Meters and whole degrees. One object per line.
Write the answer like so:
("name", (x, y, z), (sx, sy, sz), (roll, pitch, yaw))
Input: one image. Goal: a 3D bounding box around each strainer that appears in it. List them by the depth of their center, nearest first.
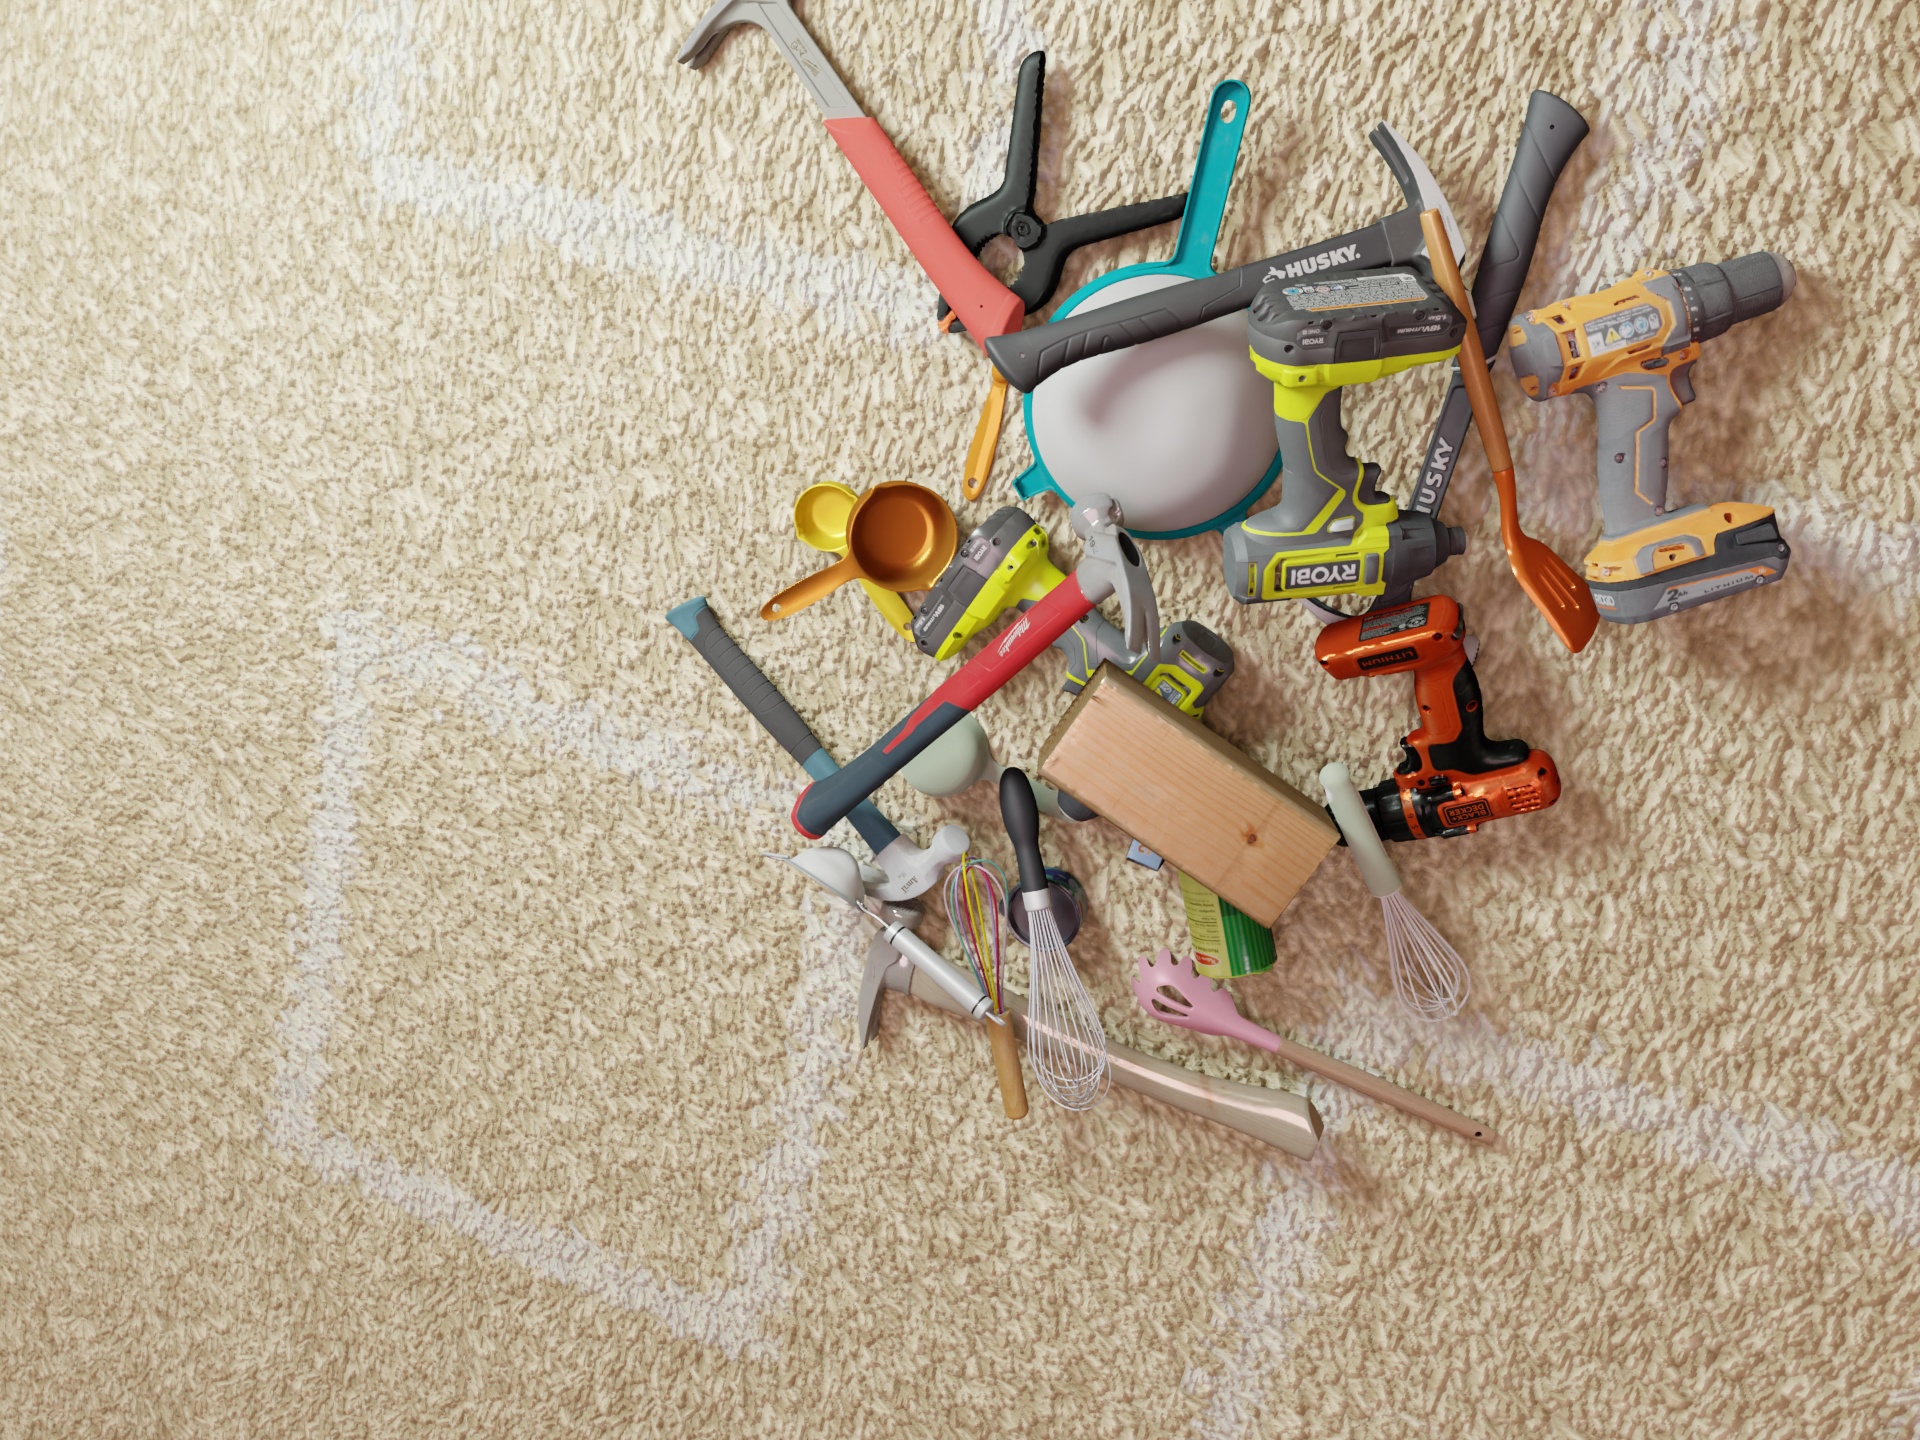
("strainer", (0.154, -0.285, 1.153), (0.211, 0.095, 0.340), (15, 114, 8))
("strainer", (-0.059, 0.170, 1.321), (0.259, 0.086, 0.050), (38, 86, 19))

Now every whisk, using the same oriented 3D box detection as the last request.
("whisk", (0.331, 0.134, 1.221), (0.059, 0.058, 0.246), (-28, 110, 2))
("whisk", (0.068, 0.177, 1.294), (0.070, 0.070, 0.284), (-13, 88, 21))
("whisk", (0.028, 0.222, 1.325), (0.051, 0.047, 0.245), (-18, 108, -20))

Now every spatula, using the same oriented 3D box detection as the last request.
("spatula", (0.378, -0.199, 1.100), (0.041, 0.081, 0.322), (-7, 116, 40))

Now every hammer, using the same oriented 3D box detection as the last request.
("hammer", (0.179, -0.300, 1.100), (0.335, 0.035, 0.146), (-17, 94, 0))
("hammer", (0.359, -0.240, 1.150), (0.149, 0.036, 0.408), (18, 108, 14))
("hammer", (-0.002, -0.004, 1.214), (0.386, 0.038, 0.143), (-40, 46, 33))
("hammer", (-0.072, -0.423, 1.215), (0.149, 0.036, 0.359), (-36, 82, 22))
("hammer", (0.103, 0.285, 1.351), (0.411, 0.038, 0.146), (20, 111, 17))
("hammer", (-0.136, 0.020, 1.367), (0.331, 0.033, 0.128), (49, 131, 6))

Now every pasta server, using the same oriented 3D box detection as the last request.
("pasta server", (0.288, 0.275, 1.314), (0.316, 0.040, 0.060), (23, 110, 7))

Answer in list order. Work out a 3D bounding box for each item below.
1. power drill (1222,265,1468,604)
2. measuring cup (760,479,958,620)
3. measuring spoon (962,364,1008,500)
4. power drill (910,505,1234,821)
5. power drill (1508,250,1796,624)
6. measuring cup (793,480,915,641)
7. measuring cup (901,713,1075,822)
("power drill", (0.272, -0.188, 1.094), (0.171, 0.080, 0.223), (-6, 126, -1))
("measuring cup", (-0.086, -0.130, 1.283), (0.173, 0.052, 0.095), (-29, 108, -1))
("measuring spoon", (0.021, -0.232, 1.273), (0.021, 0.011, 0.117), (20, 109, 12))
("power drill", (0.078, -0.043, 1.271), (0.228, 0.080, 0.190), (39, 117, 3))
("power drill", (0.494, -0.198, 1.087), (0.185, 0.084, 0.226), (-18, 96, 5))
("measuring cup", (-0.080, -0.132, 1.331), (0.062, 0.029, 0.156), (-32, 105, 18))
("measuring cup", (0.022, 0.048, 1.331), (0.167, 0.038, 0.083), (27, 111, 12))
